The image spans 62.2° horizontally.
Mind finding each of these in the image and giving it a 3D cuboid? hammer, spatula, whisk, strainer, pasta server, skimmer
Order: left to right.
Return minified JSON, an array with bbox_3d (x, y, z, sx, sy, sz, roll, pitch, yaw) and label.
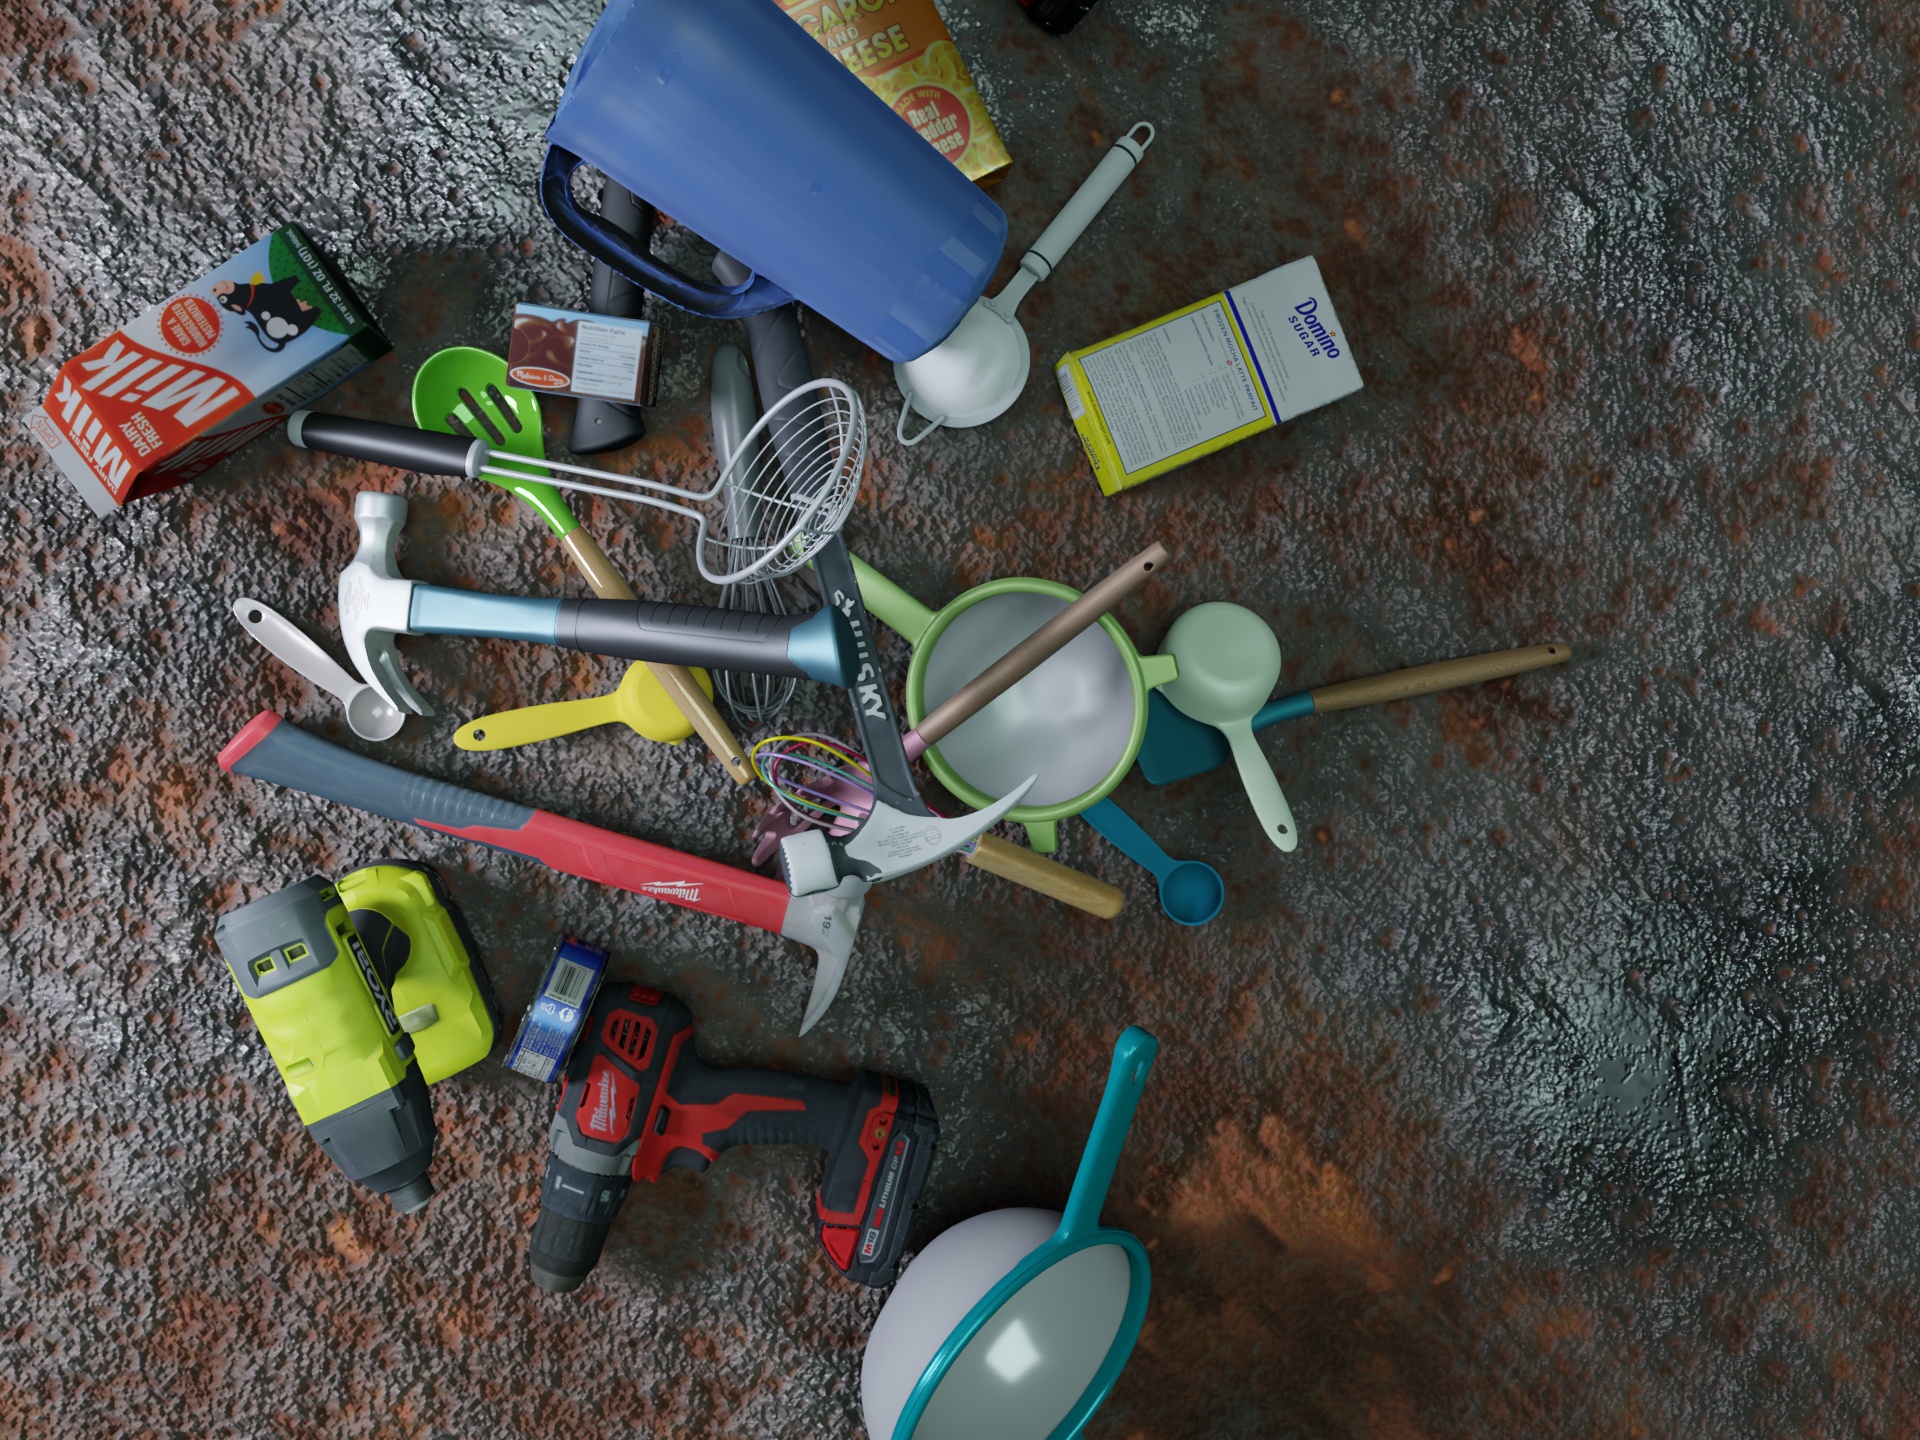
[{"bbox_3d":[-0.250,0.082,0.953,0.386,0.038,0.143,17,126,-1],"label":"hammer"},{"bbox_3d":[-0.223,-0.152,0.879,0.363,0.090,0.127,12,67,13],"label":"skimmer"},{"bbox_3d":[-0.211,-0.055,0.896,0.331,0.033,0.128,7,89,20],"label":"hammer"},{"bbox_3d":[-0.201,-0.325,0.945,0.146,0.035,0.335,9,97,5],"label":"hammer"},{"bbox_3d":[-0.133,-0.113,0.973,0.055,0.055,0.239,-5,88,-8],"label":"whisk"},{"bbox_3d":[-0.074,-0.108,0.923,0.149,0.036,0.409,-12,75,-12],"label":"hammer"},{"bbox_3d":[-0.010,0.065,0.942,0.245,0.051,0.047,24,106,-14],"label":"whisk"},{"bbox_3d":[-0.002,-0.003,0.947,0.316,0.040,0.060,-38,109,19],"label":"pasta server"},{"bbox_3d":[0.005,-0.047,0.993,0.256,0.069,0.151,36,109,9],"label":"strainer"},{"bbox_3d":[0.030,0.315,0.948,0.211,0.095,0.340,0,113,-46],"label":"strainer"},{"bbox_3d":[0.041,-0.280,0.998,0.087,0.050,0.258,37,83,7],"label":"strainer"},{"bbox_3d":[0.255,-0.019,1.033,0.317,0.044,0.082,-11,67,-9],"label":"spatula"}]

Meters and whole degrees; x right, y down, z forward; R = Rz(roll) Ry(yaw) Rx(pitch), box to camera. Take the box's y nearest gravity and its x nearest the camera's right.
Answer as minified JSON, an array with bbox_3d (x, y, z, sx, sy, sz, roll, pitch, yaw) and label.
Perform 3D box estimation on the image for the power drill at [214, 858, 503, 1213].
[{"bbox_3d":[-0.316,0.160,0.864,0.080,0.223,0.171,-24,95,-7],"label":"power drill"}]

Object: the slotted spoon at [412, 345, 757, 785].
[{"bbox_3d":[-0.219,-0.089,0.950,0.070,0.031,0.314,-36,89,-5],"label":"slotted spoon"}]

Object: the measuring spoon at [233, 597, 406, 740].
[{"bbox_3d":[-0.385,-0.033,0.956,0.124,0.018,0.034,39,86,-1],"label":"measuring spoon"}]

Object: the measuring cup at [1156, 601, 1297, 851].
[{"bbox_3d":[0.176,0.000,0.976,0.083,0.038,0.168,-11,63,-14],"label":"measuring cup"}]

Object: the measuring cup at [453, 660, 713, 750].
[{"bbox_3d":[-0.225,-0.005,0.958,0.156,0.029,0.062,-13,89,-18],"label":"measuring cup"}]

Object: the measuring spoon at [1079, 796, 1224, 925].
[{"bbox_3d":[0.117,0.083,1.034,0.128,0.021,0.042,42,87,2],"label":"measuring spoon"}]

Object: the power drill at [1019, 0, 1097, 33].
[{"bbox_3d":[-0.003,-0.507,0.938,0.219,0.143,0.078,25,87,-15],"label":"power drill"}]

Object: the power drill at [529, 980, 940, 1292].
[{"bbox_3d":[-0.142,0.277,0.971,0.226,0.080,0.188,18,89,-6],"label":"power drill"}]
